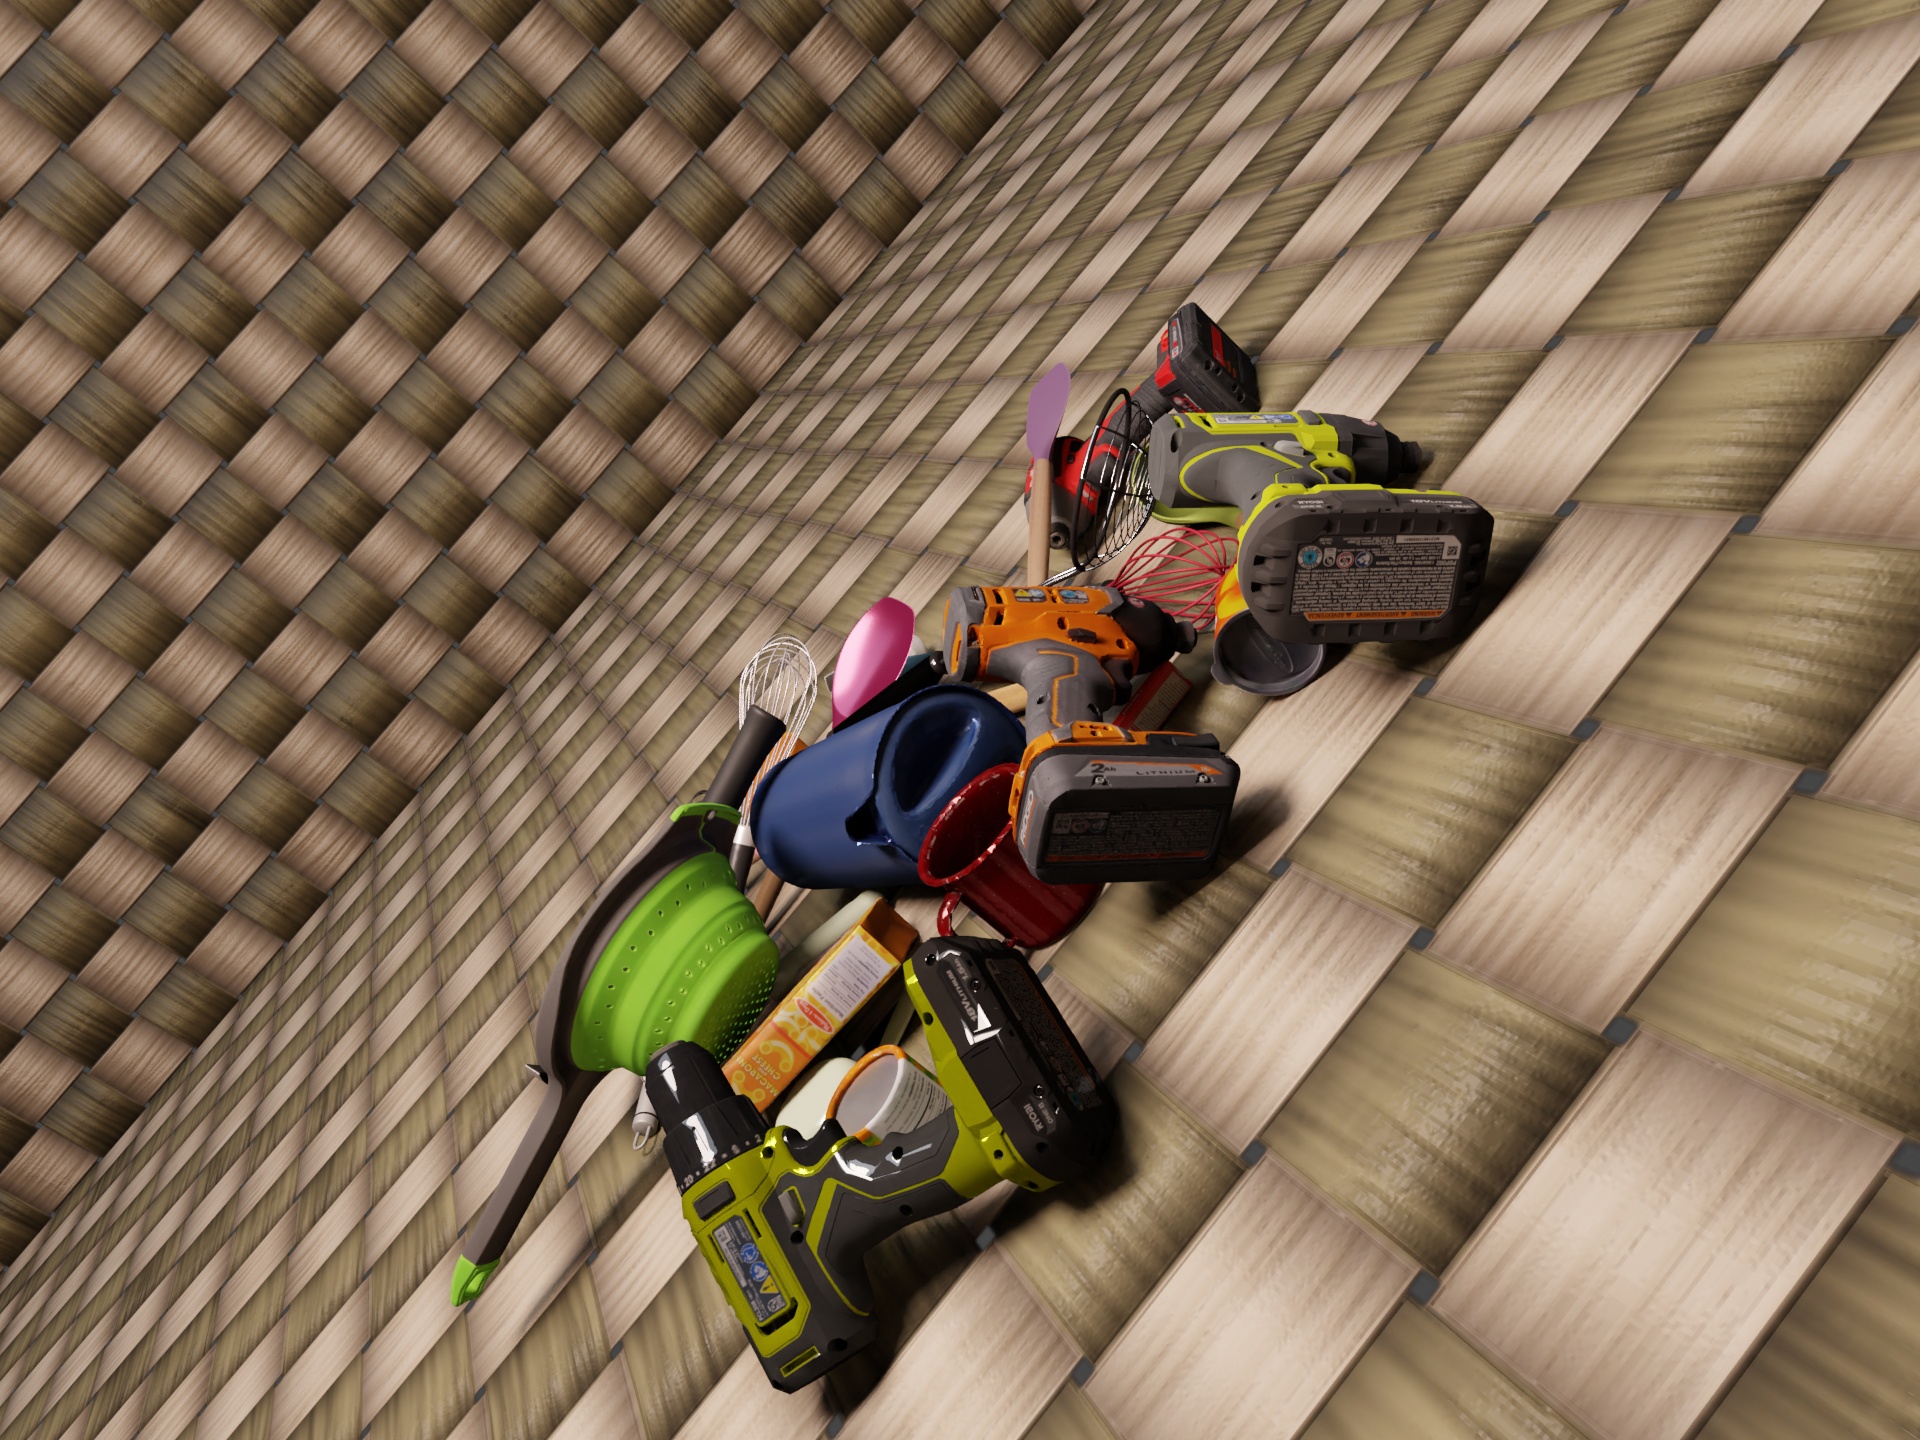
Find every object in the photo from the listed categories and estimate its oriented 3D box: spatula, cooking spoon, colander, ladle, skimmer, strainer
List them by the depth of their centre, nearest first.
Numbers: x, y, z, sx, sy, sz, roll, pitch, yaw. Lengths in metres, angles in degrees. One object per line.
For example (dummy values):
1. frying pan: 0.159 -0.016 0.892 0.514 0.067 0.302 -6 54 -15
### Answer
1. ladle: 0.199 -0.139 1.091 0.078 0.062 0.320 -41 25 3
2. colander: -0.230 0.252 1.107 0.397 0.094 0.204 -62 -16 2
3. skimmer: 0.009 -0.098 1.174 0.363 0.090 0.127 -36 6 29
4. cooking spoon: -0.114 0.048 1.293 0.069 0.017 0.319 29 96 38
5. strainer: -0.235 0.241 1.296 0.087 0.050 0.259 -23 33 20
6. spatula: 0.069 -0.196 1.314 0.059 0.018 0.316 -39 32 38

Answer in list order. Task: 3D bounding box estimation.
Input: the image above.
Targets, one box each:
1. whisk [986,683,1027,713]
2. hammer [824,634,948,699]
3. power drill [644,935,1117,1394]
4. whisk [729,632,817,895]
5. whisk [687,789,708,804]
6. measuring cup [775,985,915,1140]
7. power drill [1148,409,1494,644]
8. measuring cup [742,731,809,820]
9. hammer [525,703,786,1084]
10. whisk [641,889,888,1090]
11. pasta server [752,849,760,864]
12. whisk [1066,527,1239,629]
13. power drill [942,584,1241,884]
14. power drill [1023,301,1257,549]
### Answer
1. whisk: -0.004 -0.005 1.258 0.245 0.047 0.051 -17 21 46
2. hammer: -0.002 -0.050 1.294 0.128 0.033 0.331 -27 12 -33
3. power drill: -0.053 0.211 0.833 0.228 0.191 0.080 -38 -20 15
4. whisk: -0.172 0.065 1.331 0.070 0.070 0.285 -1 75 62
5. whisk: -0.250 0.155 1.462 0.055 0.055 0.239 -33 31 35
6. measuring cup: -0.065 0.212 1.019 0.083 0.038 0.168 -16 41 54
7. power drill: 0.216 -0.128 0.937 0.223 0.171 0.080 -102 11 -61
8. measuring cup: -0.187 0.093 1.434 0.173 0.052 0.095 -52 22 -3
9. hammer: -0.221 0.137 1.195 0.334 0.035 0.146 -61 -8 9
10. whisk: -0.148 0.206 1.189 0.246 0.057 0.059 -40 57 13
11. pasta server: -0.201 0.124 1.375 0.316 0.040 0.060 -33 55 17
12. whisk: 0.119 -0.094 1.167 0.073 0.073 0.296 -54 16 -15
13. power drill: 0.088 -0.005 0.949 0.227 0.164 0.084 -108 22 -51
14. power drill: 0.140 -0.235 1.338 0.219 0.078 0.143 -39 23 29
